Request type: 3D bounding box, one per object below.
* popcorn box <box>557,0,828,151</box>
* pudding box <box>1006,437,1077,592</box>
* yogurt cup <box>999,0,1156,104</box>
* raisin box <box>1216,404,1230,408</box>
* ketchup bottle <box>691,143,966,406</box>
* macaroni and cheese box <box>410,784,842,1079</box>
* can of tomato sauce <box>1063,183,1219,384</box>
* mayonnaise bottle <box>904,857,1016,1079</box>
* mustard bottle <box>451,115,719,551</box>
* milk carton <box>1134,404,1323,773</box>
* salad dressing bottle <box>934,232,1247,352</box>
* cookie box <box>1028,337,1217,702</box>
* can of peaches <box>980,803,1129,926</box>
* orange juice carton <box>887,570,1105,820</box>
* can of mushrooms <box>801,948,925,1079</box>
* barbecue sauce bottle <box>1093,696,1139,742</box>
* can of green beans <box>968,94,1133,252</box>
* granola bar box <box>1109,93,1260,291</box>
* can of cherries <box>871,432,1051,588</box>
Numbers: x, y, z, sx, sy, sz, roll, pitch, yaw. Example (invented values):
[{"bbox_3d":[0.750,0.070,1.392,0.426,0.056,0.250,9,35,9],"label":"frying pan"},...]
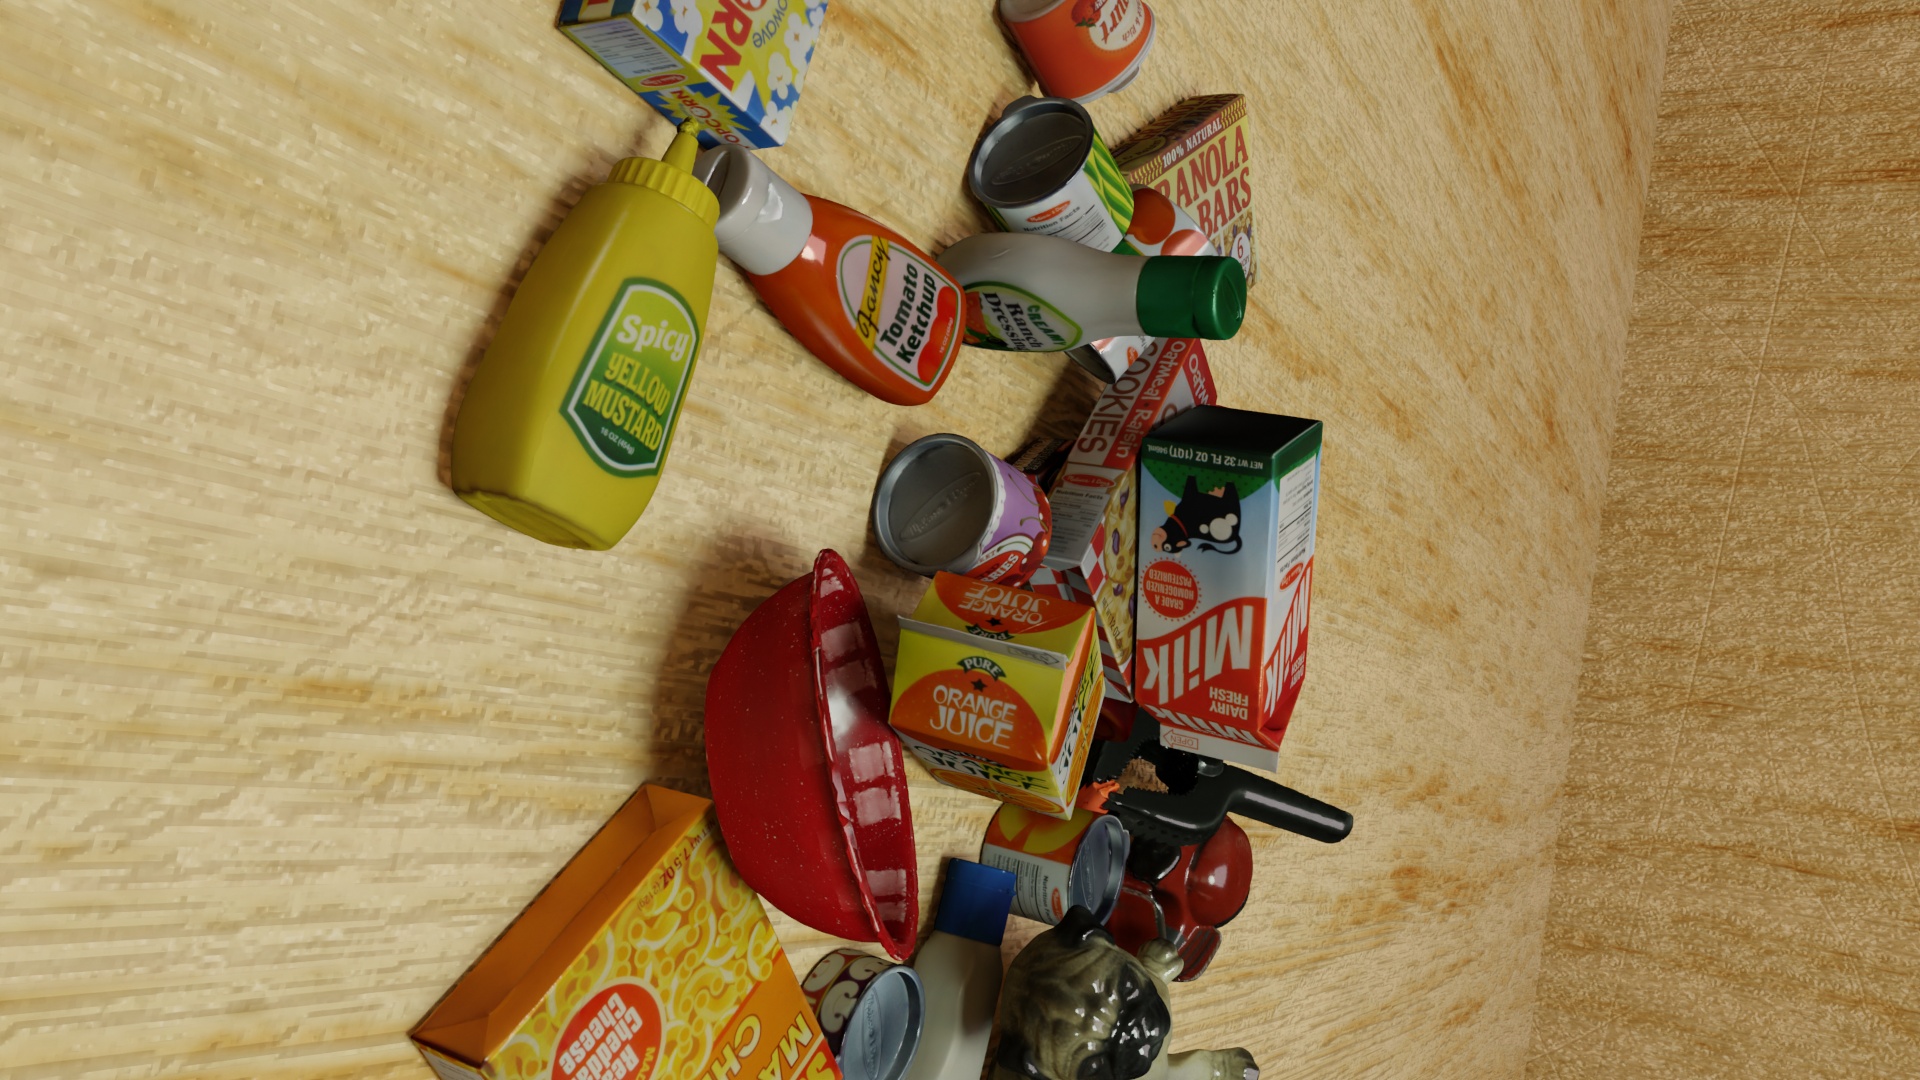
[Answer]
[{"bbox_3d":[-0.085,-0.218,0.503,0.085,0.038,0.127,32,69,-55],"label":"popcorn box"},{"bbox_3d":[0.047,-0.009,0.753,0.050,0.030,0.083,-40,128,-48],"label":"pudding box"},{"bbox_3d":[0.056,-0.260,0.692,0.054,0.072,0.072,40,62,-43],"label":"yogurt cup"},{"bbox_3d":[0.162,-0.015,0.891,0.086,0.040,0.123,91,12,-79],"label":"raisin box"},{"bbox_3d":[-0.054,-0.109,0.568,0.148,0.043,0.065,29,75,-55],"label":"ketchup bottle"},{"bbox_3d":[-0.116,0.197,0.530,0.124,0.040,0.165,-49,134,-42],"label":"macaroni and cheese box"},{"bbox_3d":[0.083,-0.135,0.726,0.083,0.071,0.071,-47,141,-2],"label":"can of tomato sauce"},{"bbox_3d":[-0.006,0.239,0.708,0.064,0.041,0.148,41,61,-60],"label":"mayonnaise bottle"},{"bbox_3d":[-0.116,-0.078,0.471,0.065,0.049,0.160,39,64,-55],"label":"mustard bottle"},{"bbox_3d":[0.140,0.031,0.735,0.074,0.072,0.189,-29,123,-52],"label":"milk carton"},{"bbox_3d":[0.056,-0.113,0.639,0.064,0.147,0.044,52,53,-47],"label":"salad dressing bottle"},{"bbox_3d":[0.097,-0.016,0.758,0.168,0.040,0.122,-60,145,-30],"label":"cookie box"},{"bbox_3d":[0.053,0.178,0.770,0.071,0.058,0.071,-14,107,-56],"label":"can of peaches"},{"bbox_3d":[0.020,0.070,0.631,0.192,0.072,0.073,69,37,-69],"label":"orange juice carton"},{"bbox_3d":[-0.049,0.227,0.644,0.071,0.033,0.071,-18,111,-55],"label":"can of mushrooms"},{"bbox_3d":[0.099,0.042,0.831,0.064,0.043,0.149,50,54,-49],"label":"barbecue sauce bottle"},{"bbox_3d":[0.046,-0.175,0.688,0.057,0.071,0.071,44,60,-52],"label":"can of green beans"},{"bbox_3d":[0.129,-0.186,0.839,0.166,0.039,0.123,-43,131,-45],"label":"granola bar box"},{"bbox_3d":[0.002,-0.008,0.649,0.058,0.071,0.071,27,74,-57],"label":"can of cherries"}]
